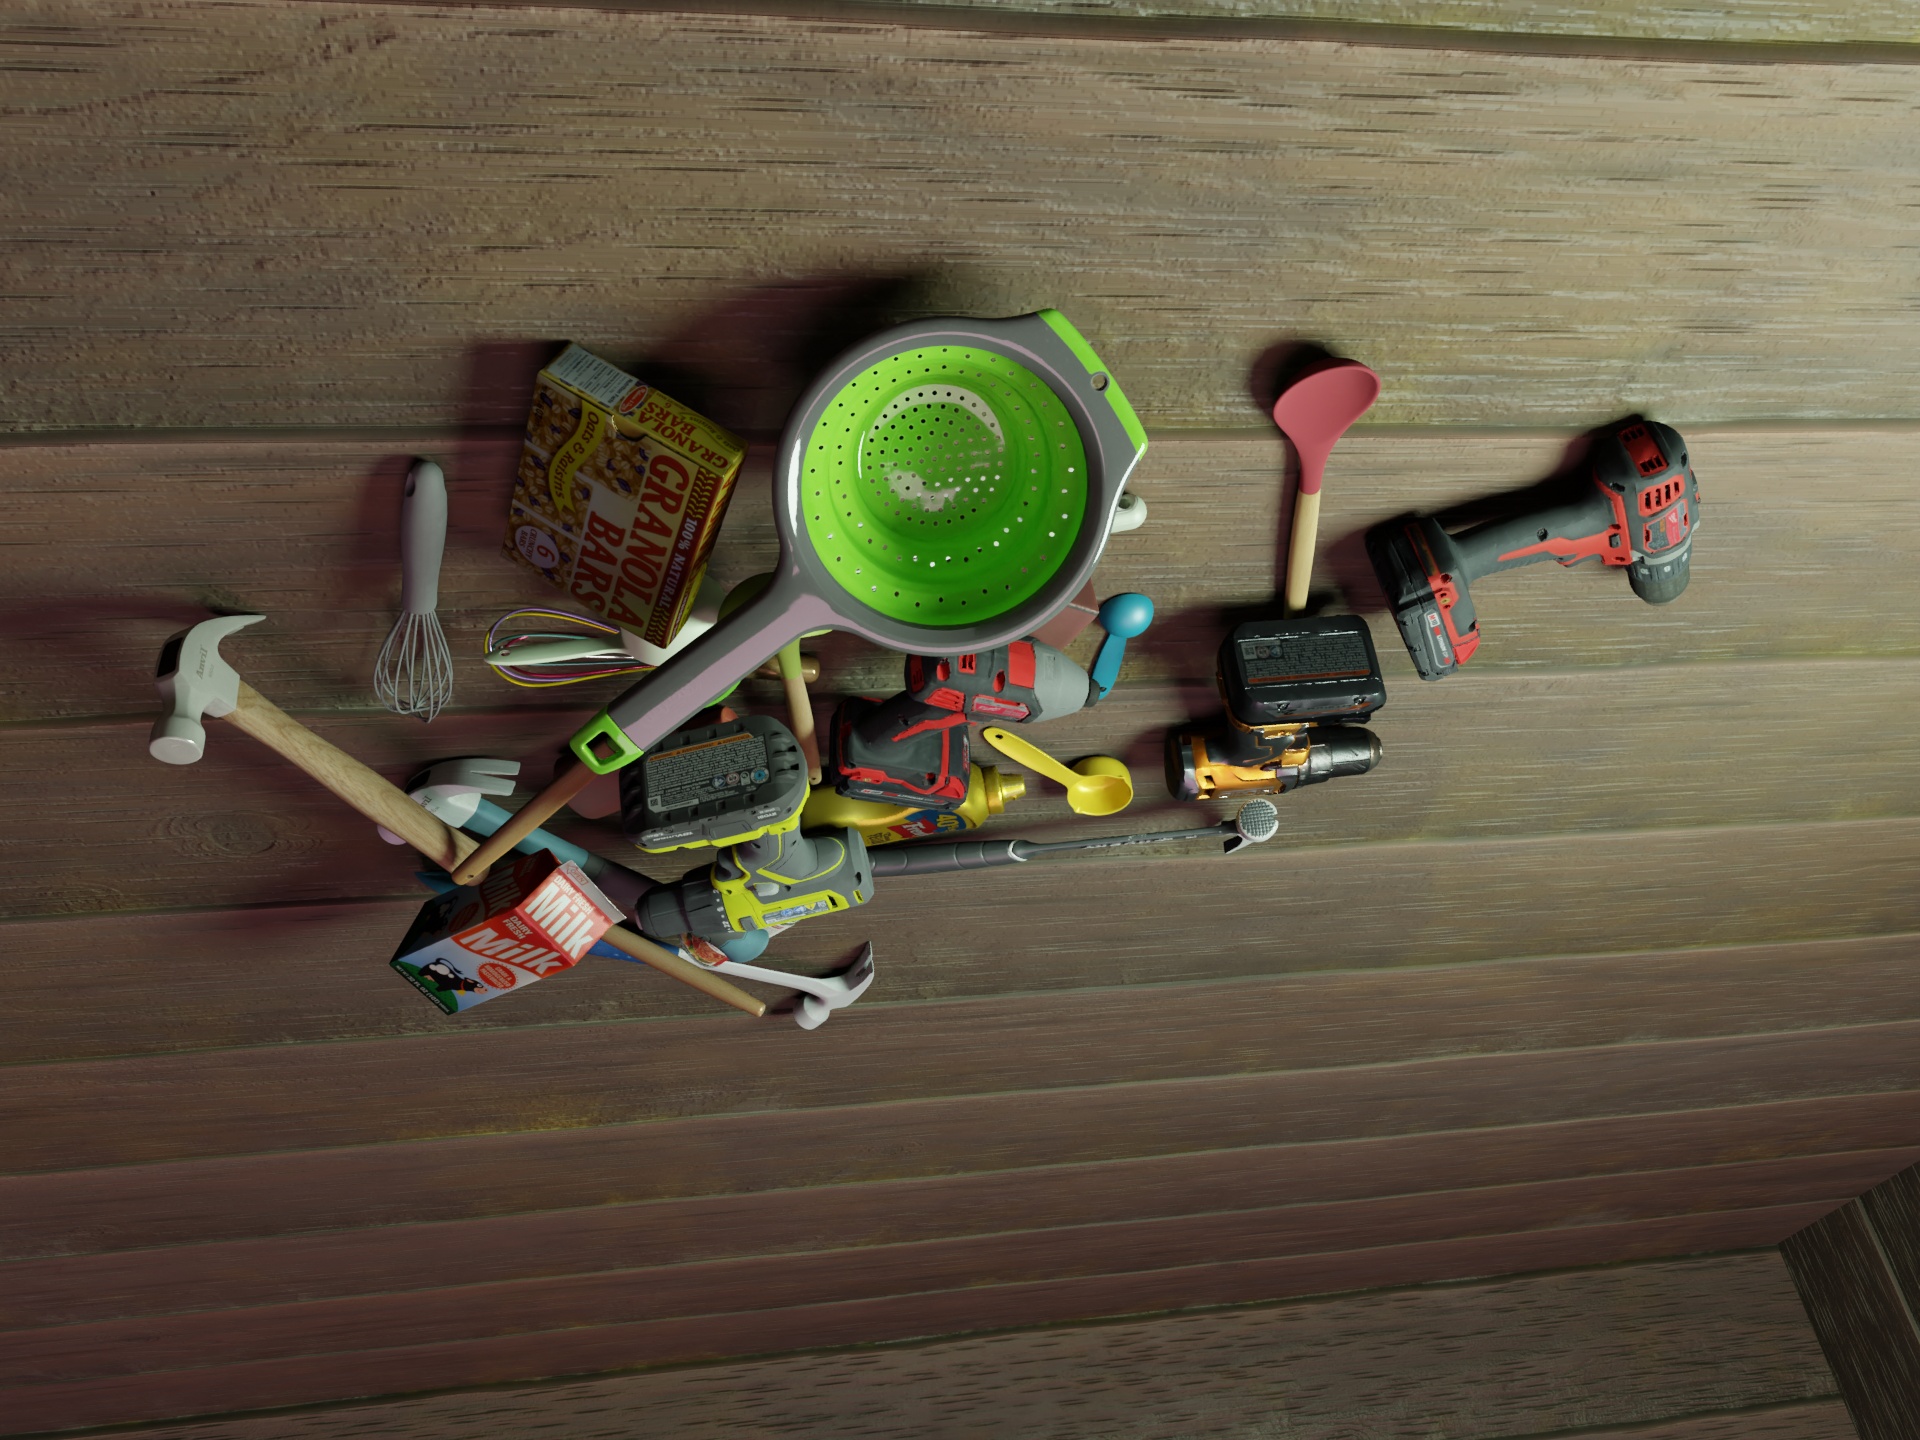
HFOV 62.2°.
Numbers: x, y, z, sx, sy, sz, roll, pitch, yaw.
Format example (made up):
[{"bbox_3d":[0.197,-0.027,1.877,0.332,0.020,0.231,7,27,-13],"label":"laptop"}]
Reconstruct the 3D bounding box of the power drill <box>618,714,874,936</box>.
[{"bbox_3d":[-0.179,0.097,1.218,0.190,0.080,0.228,-13,149,1],"label":"power drill"}]

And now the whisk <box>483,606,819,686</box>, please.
[{"bbox_3d":[-0.220,-0.043,1.155,0.245,0.047,0.051,4,142,-24],"label":"whisk"}]

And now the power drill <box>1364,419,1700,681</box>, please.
[{"bbox_3d":[0.433,-0.113,1.180,0.226,0.080,0.187,-23,144,14],"label":"power drill"}]

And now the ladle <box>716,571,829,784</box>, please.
[{"bbox_3d":[-0.122,-0.013,1.164,0.078,0.062,0.320,-1,153,0],"label":"ladle"}]

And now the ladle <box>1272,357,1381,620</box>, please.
[{"bbox_3d":[0.247,-0.148,1.127,0.069,0.031,0.315,-7,147,2],"label":"ladle"}]

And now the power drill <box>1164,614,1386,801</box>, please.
[{"bbox_3d":[0.274,-0.001,1.286,0.185,0.084,0.226,-4,155,-7],"label":"power drill"}]

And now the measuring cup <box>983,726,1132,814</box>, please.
[{"bbox_3d":[0.082,0.033,1.358,0.156,0.029,0.062,29,131,-27],"label":"measuring cup"}]

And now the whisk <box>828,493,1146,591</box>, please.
[{"bbox_3d":[0.008,-0.125,1.087,0.246,0.058,0.059,-10,137,-7],"label":"whisk"}]

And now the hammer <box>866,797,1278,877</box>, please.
[{"bbox_3d":[0.073,0.114,1.431,0.409,0.036,0.149,-6,170,3],"label":"hammer"}]

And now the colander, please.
[{"bbox_3d":[-0.078,-0.102,0.984,0.397,0.095,0.204,-35,111,9],"label":"colander"}]

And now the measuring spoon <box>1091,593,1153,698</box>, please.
[{"bbox_3d":[0.121,-0.050,1.240,0.042,0.021,0.128,-2,144,-11],"label":"measuring spoon"}]

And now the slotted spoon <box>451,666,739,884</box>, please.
[{"bbox_3d":[-0.270,0.033,1.170,0.313,0.031,0.070,-37,144,20],"label":"slotted spoon"}]

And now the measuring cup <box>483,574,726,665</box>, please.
[{"bbox_3d":[-0.238,-0.066,1.073,0.167,0.083,0.038,-10,129,-16],"label":"measuring cup"}]

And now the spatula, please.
[{"bbox_3d":[-0.313,0.188,1.362,0.317,0.044,0.082,25,162,9],"label":"spatula"}]

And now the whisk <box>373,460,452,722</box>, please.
[{"bbox_3d":[-0.363,-0.082,1.065,0.055,0.055,0.238,4,138,-19],"label":"whisk"}]

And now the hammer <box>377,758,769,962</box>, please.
[{"bbox_3d":[-0.306,0.126,1.327,0.330,0.033,0.128,31,130,-27],"label":"hammer"}]

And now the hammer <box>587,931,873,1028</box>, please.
[{"bbox_3d":[-0.265,0.226,1.535,0.405,0.035,0.144,19,137,-35],"label":"hammer"}]

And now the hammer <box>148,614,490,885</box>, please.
[{"bbox_3d":[-0.444,0.037,1.141,0.031,0.130,0.331,-18,146,13],"label":"hammer"}]

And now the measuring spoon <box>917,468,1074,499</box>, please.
[{"bbox_3d":[0.025,-0.157,1.068,0.124,0.018,0.034,-9,146,2],"label":"measuring spoon"}]

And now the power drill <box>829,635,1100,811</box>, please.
[{"bbox_3d":[-0.002,-0.004,1.182,0.143,0.079,0.219,10,156,-24],"label":"power drill"}]
